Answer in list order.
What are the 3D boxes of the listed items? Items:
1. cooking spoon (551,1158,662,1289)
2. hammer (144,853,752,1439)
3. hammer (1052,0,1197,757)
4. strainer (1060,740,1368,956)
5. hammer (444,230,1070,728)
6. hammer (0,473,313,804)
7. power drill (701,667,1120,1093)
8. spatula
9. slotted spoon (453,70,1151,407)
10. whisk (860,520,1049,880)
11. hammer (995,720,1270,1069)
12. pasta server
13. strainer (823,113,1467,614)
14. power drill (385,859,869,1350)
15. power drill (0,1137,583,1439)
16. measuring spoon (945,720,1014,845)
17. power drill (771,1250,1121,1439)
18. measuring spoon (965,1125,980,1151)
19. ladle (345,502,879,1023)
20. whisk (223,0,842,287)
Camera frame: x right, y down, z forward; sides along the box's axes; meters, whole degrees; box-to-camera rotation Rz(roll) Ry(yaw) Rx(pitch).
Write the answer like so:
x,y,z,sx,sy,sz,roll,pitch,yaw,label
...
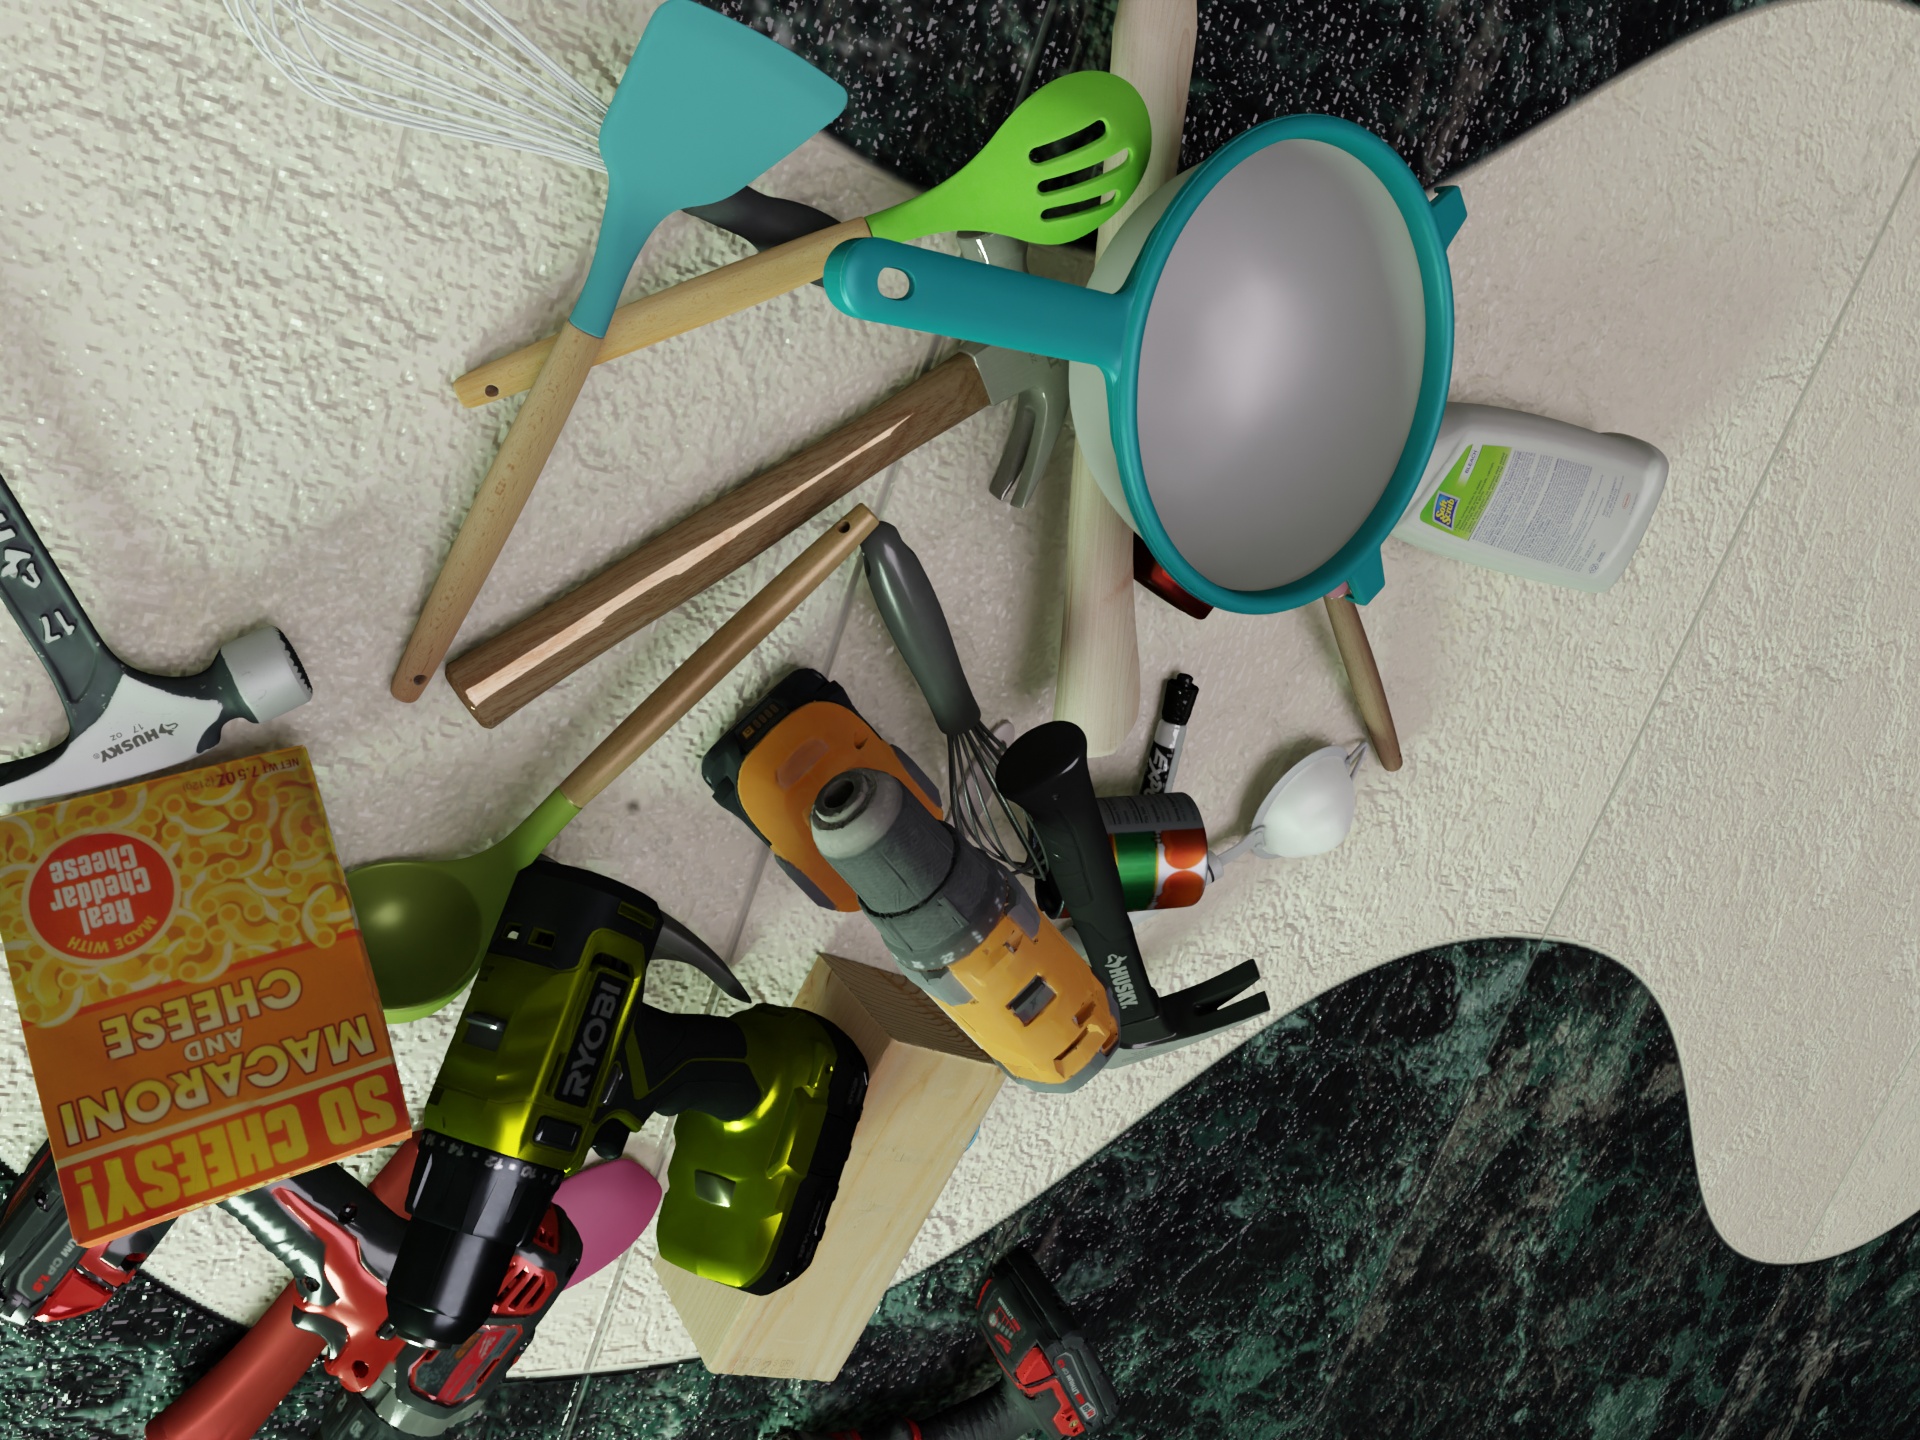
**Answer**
x,y,z,sx,sy,sz,roll,pitch,yaw,label
-0.288,0.348,0.837,0.319,0.017,0.068,-41,126,-9,cooking spoon
-0.264,0.234,0.785,0.359,0.037,0.149,-51,128,-1,hammer
0.068,-0.176,0.754,0.146,0.038,0.410,-12,115,-38,hammer
0.160,0.087,0.970,0.258,0.050,0.086,-27,139,-13,strainer
-0.085,-0.098,0.735,0.331,0.031,0.129,-35,126,-12,hammer
-0.380,-0.144,0.533,0.149,0.036,0.408,-27,124,-16,hammer
-0.038,0.055,0.713,0.084,0.226,0.185,-44,127,-6,power drill
-0.158,-0.130,0.633,0.082,0.044,0.317,13,118,-43,spatula
-0.061,-0.191,0.662,0.314,0.031,0.070,-22,133,-2,slotted spoon
-0.001,-0.003,0.799,0.055,0.055,0.238,-34,128,-13,whisk
0.079,0.102,0.835,0.146,0.035,0.334,-16,144,4,hammer
0.227,-0.059,0.908,0.315,0.040,0.060,56,43,-48,pasta server
0.070,-0.160,0.676,0.340,0.095,0.211,1,104,-38,strainer
-0.145,0.186,0.710,0.228,0.080,0.191,41,61,-53,power drill
-0.309,0.258,0.708,0.226,0.080,0.188,37,92,-24,power drill
0.004,0.058,0.872,0.034,0.018,0.124,18,102,-36,measuring spoon
-0.018,0.449,1.016,0.219,0.079,0.143,-32,125,-11,power drill
-0.007,0.198,0.939,0.042,0.021,0.128,-3,105,-29,measuring spoon
-0.159,0.013,0.704,0.320,0.078,0.062,-43,159,1,ladle
-0.144,-0.229,0.625,0.284,0.070,0.070,16,104,-41,whisk
